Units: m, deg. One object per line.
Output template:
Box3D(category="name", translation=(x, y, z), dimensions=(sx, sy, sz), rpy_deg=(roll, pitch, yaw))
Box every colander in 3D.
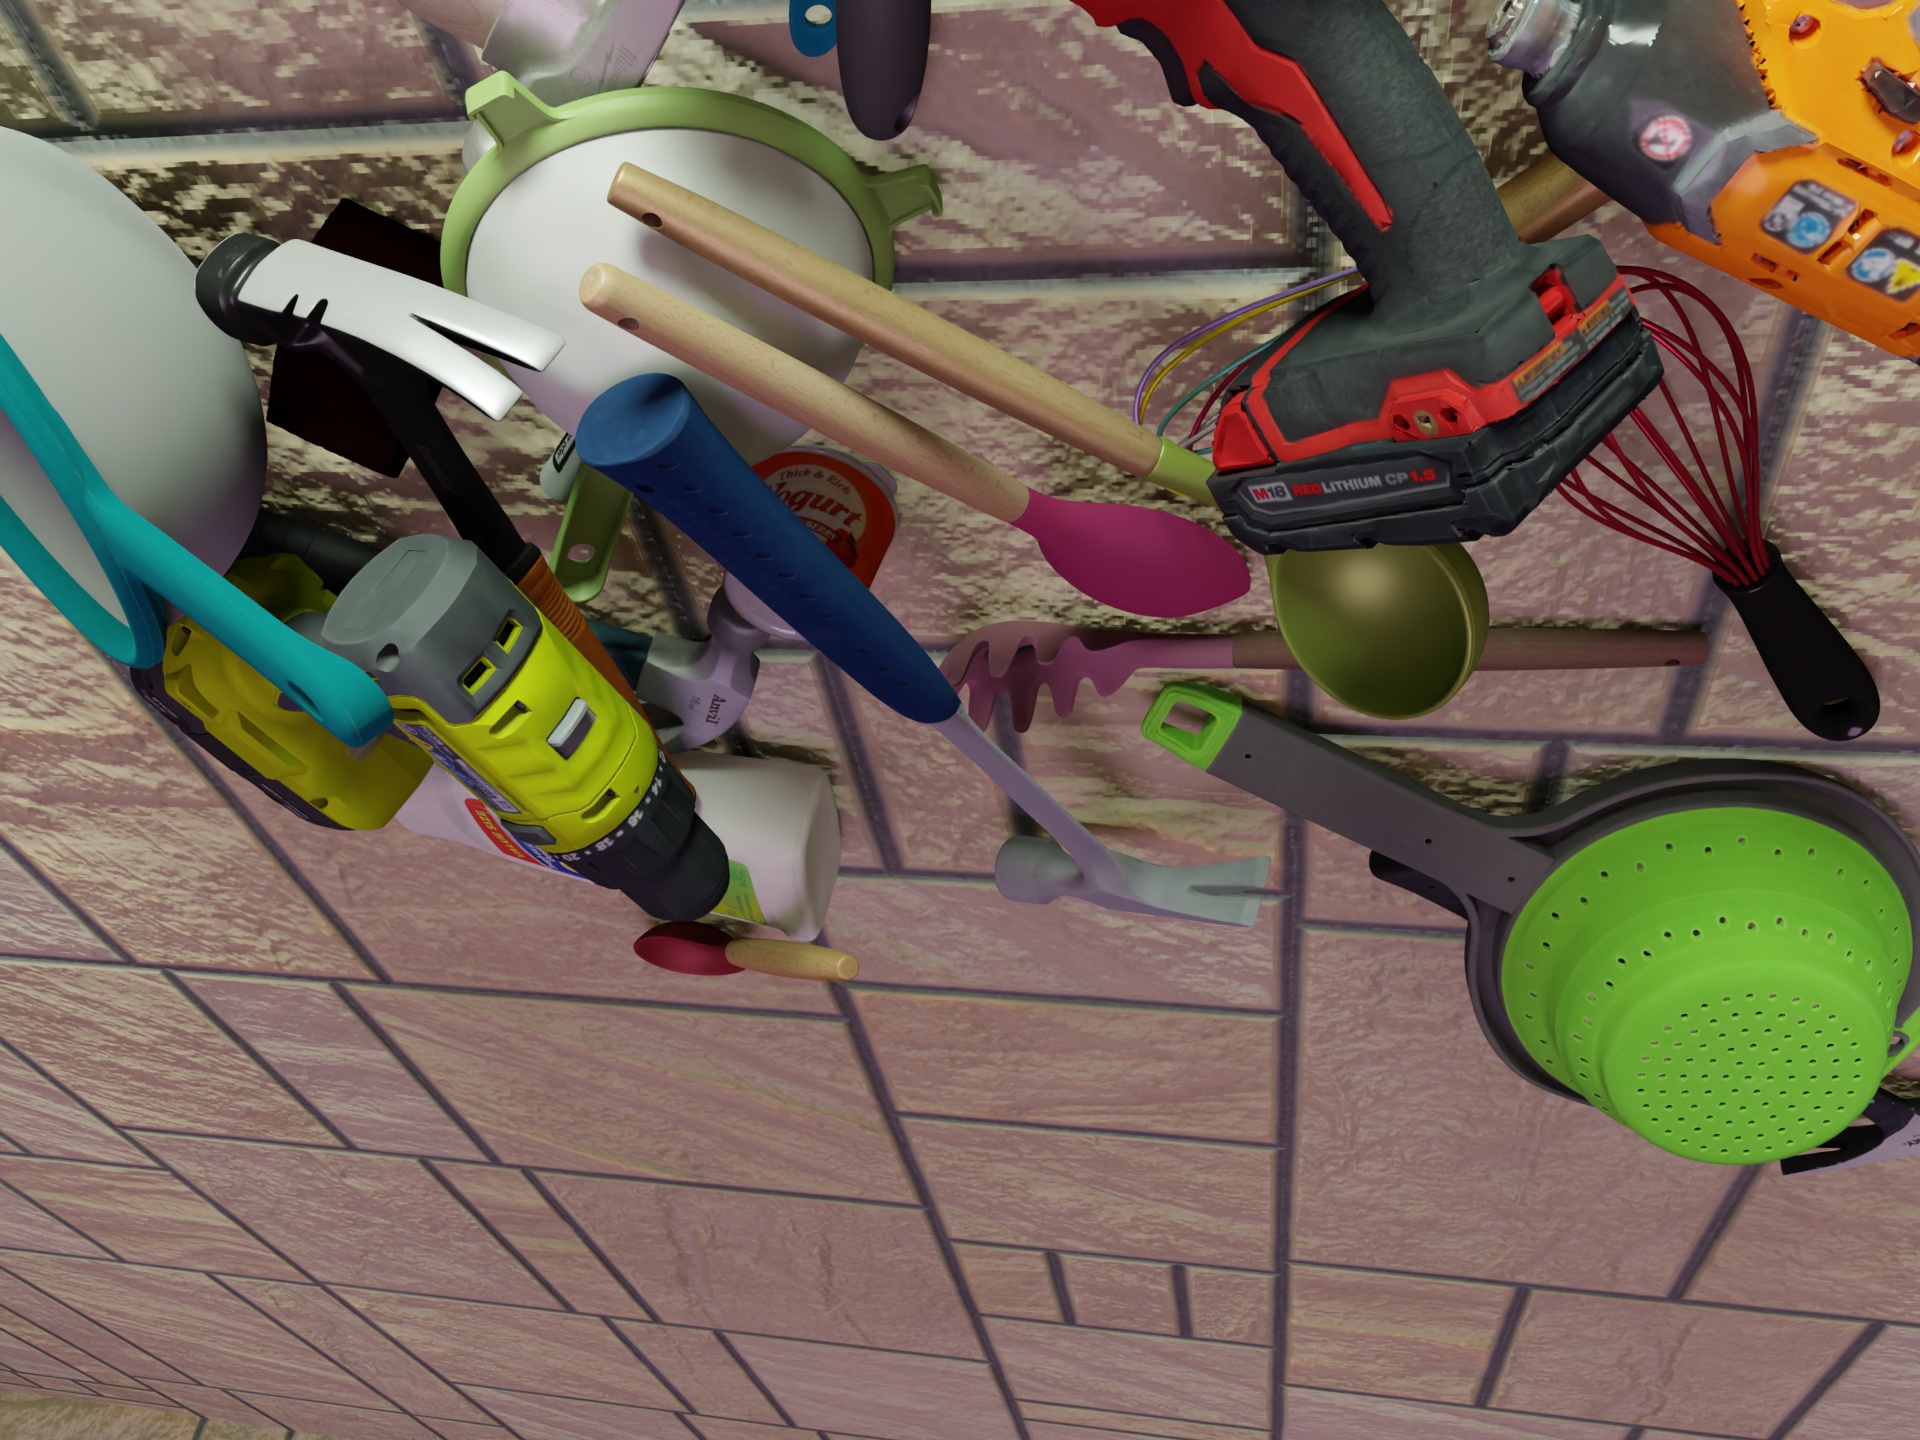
Box3D(category="colander", translation=(0.260, 0.092, 0.695), dimensions=(0.397, 0.095, 0.204), rpy_deg=(25, 120, -5))

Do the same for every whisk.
Box3D(category="whisk", translation=(-0.019, -0.228, 0.393), dimensions=(0.055, 0.055, 0.238), rpy_deg=(10, 159, 1))
Box3D(category="whisk", translation=(0.270, -0.065, 0.563), dimensions=(0.073, 0.073, 0.295), rpy_deg=(-22, 139, 36))
Box3D(category="whisk", translation=(0.154, -0.140, 0.503), dimensions=(0.051, 0.047, 0.245), rpy_deg=(22, 141, -40))

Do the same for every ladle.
Box3D(category="ladle", translation=(-0.112, 0.124, 0.838), dimensions=(0.069, 0.031, 0.315), rpy_deg=(17, 168, -21))
Box3D(category="ladle", translation=(0.037, -0.085, 0.503), dimensions=(0.320, 0.062, 0.078), rpy_deg=(23, 150, -20))

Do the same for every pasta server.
Box3D(category="pasta server", translation=(0.142, -0.022, 0.663), dimensions=(0.316, 0.040, 0.060), rpy_deg=(0, 156, 12))

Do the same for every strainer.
Box3D(category="strainer", translation=(-0.270, -0.100, 0.539), dimensions=(0.341, 0.095, 0.210), rpy_deg=(32, 146, 27))
Box3D(category="strainer", translation=(-0.113, -0.100, 0.566), dimensions=(0.151, 0.069, 0.256), rpy_deg=(4, 147, -24))

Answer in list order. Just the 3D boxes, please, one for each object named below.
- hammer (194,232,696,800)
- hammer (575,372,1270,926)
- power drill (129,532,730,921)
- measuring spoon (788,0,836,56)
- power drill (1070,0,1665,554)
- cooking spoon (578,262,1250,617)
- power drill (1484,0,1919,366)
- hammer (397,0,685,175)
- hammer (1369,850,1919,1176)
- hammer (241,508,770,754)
Box3D(category="hammer", translation=(-0.159, -0.043, 0.619), dimensions=(0.127, 0.034, 0.336), rpy_deg=(21, 155, 20))
Box3D(category="hammer", translation=(-0.001, -0.002, 0.630), dimensions=(0.144, 0.035, 0.405), rpy_deg=(4, 156, 33))
Box3D(category="power drill", translation=(-0.210, 0.006, 0.641), dimensions=(0.229, 0.080, 0.190), rpy_deg=(7, 147, 39))
Box3D(category="measuring spoon", translation=(-0.030, -0.242, 0.444), dimensions=(0.042, 0.021, 0.128), rpy_deg=(5, 154, -16))
Box3D(category="power drill", translation=(0.081, -0.156, 0.420), dimensions=(0.143, 0.078, 0.219), rpy_deg=(5, 131, 59))
Box3D(category="cooking spoon", translation=(0.002, -0.084, 0.553), dimensions=(0.069, 0.017, 0.318), rpy_deg=(-18, 154, 38))
Box3D(category="power drill", translation=(0.240, -0.198, 0.357), dimensions=(0.164, 0.084, 0.226), rpy_deg=(20, 136, -11))
Box3D(category="hammer", translation=(-0.258, -0.297, 0.410), dimensions=(0.410, 0.038, 0.146), rpy_deg=(29, 138, -22))
Box3D(category="hammer", translation=(0.377, 0.149, 0.829), dimensions=(0.408, 0.036, 0.149), rpy_deg=(27, 141, -19))
Box3D(category="hammer", translation=(-0.254, -0.061, 0.718), dimensions=(0.331, 0.033, 0.128), rpy_deg=(18, 141, -8))
